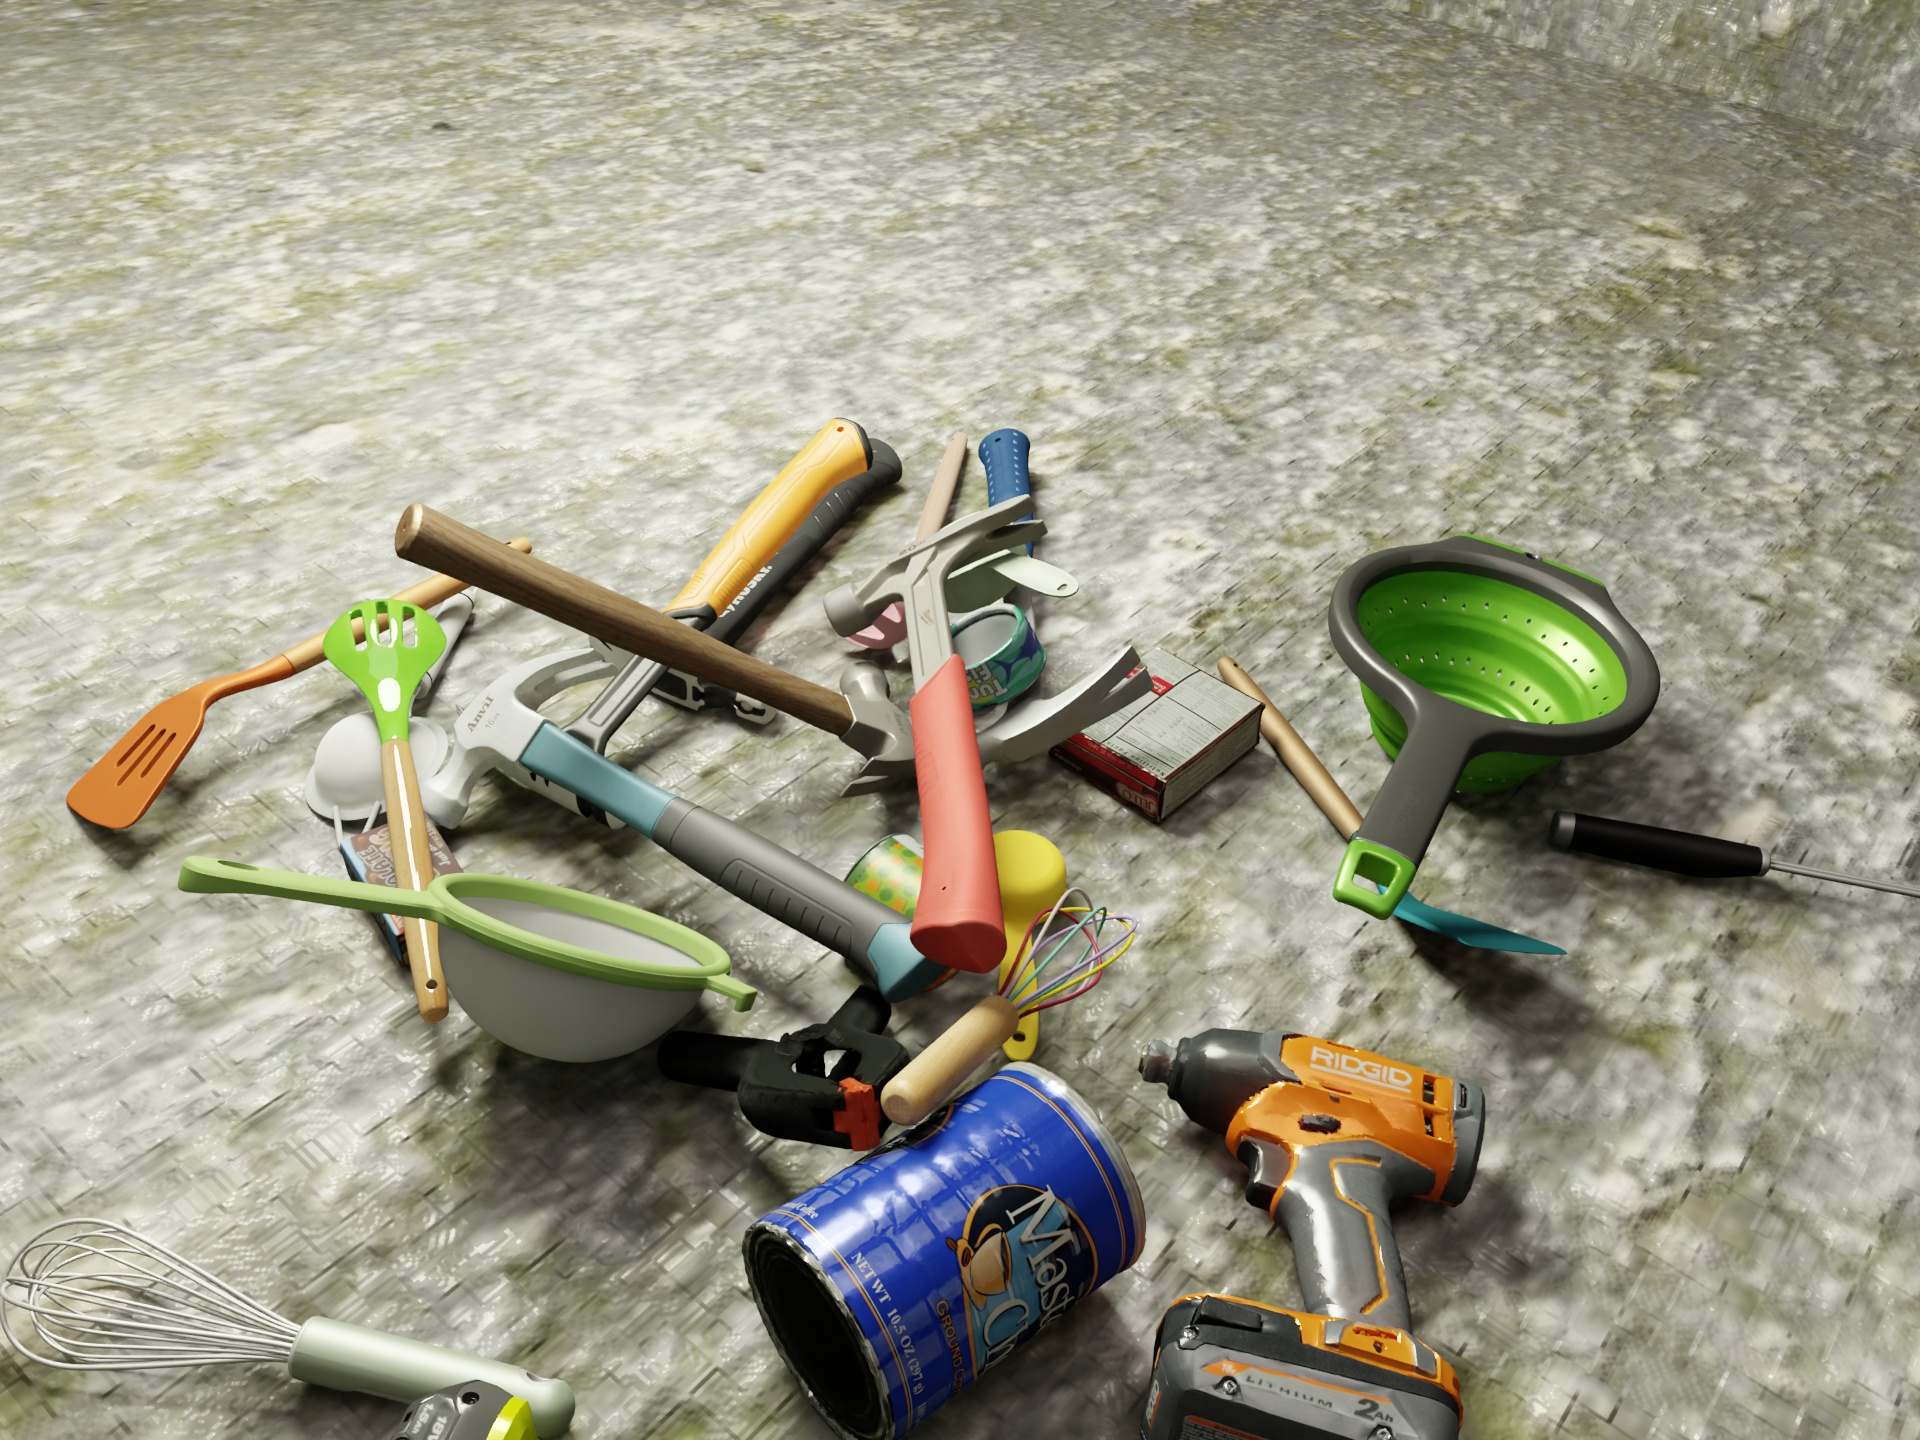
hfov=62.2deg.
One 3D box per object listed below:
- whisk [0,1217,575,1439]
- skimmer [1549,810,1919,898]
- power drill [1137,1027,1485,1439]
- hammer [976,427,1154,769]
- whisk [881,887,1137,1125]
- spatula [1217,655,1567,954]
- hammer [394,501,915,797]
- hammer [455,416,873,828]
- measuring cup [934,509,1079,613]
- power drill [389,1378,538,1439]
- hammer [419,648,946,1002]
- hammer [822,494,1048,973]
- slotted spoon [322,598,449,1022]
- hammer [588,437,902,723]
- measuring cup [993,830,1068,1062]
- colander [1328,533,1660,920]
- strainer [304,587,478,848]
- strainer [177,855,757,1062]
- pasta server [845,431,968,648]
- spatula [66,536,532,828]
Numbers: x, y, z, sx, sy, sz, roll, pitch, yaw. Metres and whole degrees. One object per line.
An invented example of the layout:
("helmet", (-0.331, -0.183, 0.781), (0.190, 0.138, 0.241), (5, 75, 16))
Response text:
("whisk", (-0.278, 0.257, 0.654), (0.246, 0.057, 0.059), (12, 74, 4))
("skimmer", (0.545, 0.067, 0.945), (0.363, 0.090, 0.127), (10, 7, 9))
("power drill", (0.145, 0.229, 0.709), (0.164, 0.084, 0.227), (14, 35, 10))
("hammer", (0.044, -0.104, 1.107), (0.144, 0.035, 0.406), (-23, 32, 15))
("whisk", (0.024, 0.134, 0.768), (0.047, 0.051, 0.245), (42, 27, 12))
("spatula", (0.238, 0.046, 0.970), (0.082, 0.044, 0.318), (8, 32, -30))
("hammer", (-0.158, -0.040, 0.899), (0.331, 0.031, 0.130), (24, 24, -34))
("hammer", (-0.167, -0.083, 1.014), (0.127, 0.034, 0.337), (25, 59, 19))
("measuring cup", (0.032, -0.091, 1.029), (0.083, 0.038, 0.168), (-41, 34, -14))
("power drill", (-0.106, 0.326, 0.563), (0.223, 0.080, 0.171), (14, 40, 4))
("hammer", (-0.147, 0.061, 0.852), (0.331, 0.033, 0.128), (26, 78, 26))
("hammer", (-0.001, -0.003, 0.874), (0.149, 0.036, 0.359), (-25, 34, 11))
("slotted spoon", (-0.305, 0.033, 0.872), (0.070, 0.031, 0.314), (-7, 47, -21))
("hammer", (-0.130, -0.118, 1.134), (0.146, 0.035, 0.335), (18, 41, 14))
("measuring cup", (0.032, 0.118, 0.867), (0.062, 0.029, 0.157), (4, 38, -2))
("colander", (0.289, 0.020, 0.960), (0.204, 0.094, 0.397), (24, 40, 18))
("strainer", (-0.343, -0.020, 0.986), (0.087, 0.050, 0.259), (-7, 35, 8))
("strainer", (-0.235, 0.116, 0.747), (0.256, 0.069, 0.152), (15, 1, -33))
("pasta server", (-0.029, -0.143, 1.174), (0.040, 0.060, 0.316), (42, 32, -19))
("spatula", (-0.392, -0.037, 0.981), (0.081, 0.041, 0.322), (13, 36, 37))
